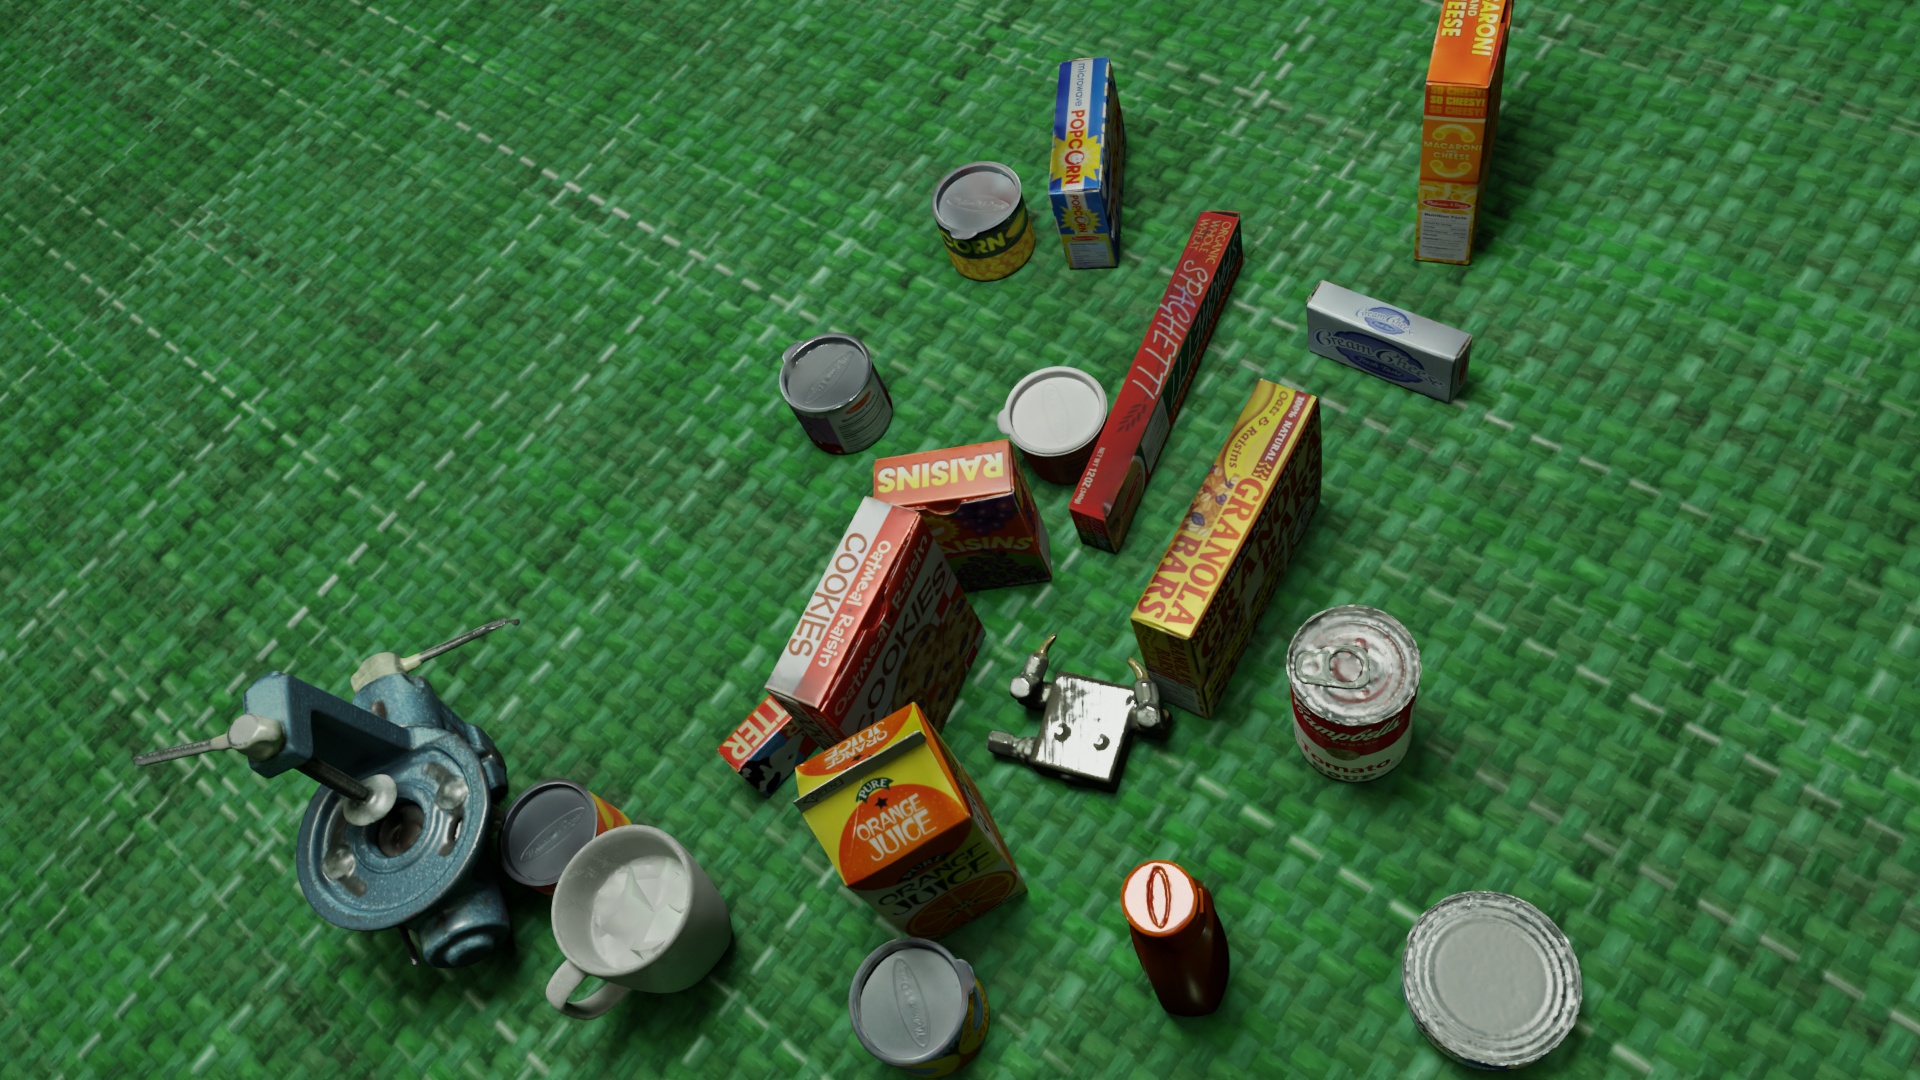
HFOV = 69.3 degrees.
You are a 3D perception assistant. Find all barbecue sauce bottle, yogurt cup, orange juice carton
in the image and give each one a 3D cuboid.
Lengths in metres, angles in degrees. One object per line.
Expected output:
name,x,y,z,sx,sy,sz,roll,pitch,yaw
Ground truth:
barbecue sauce bottle,0.110,0.199,0.706,0.043,0.148,0.065,-4,62,13
yogurt cup,0.067,-0.073,0.920,0.072,0.053,0.073,-6,61,12
orange juice carton,-0.027,0.150,0.743,0.072,0.192,0.073,-29,59,-1

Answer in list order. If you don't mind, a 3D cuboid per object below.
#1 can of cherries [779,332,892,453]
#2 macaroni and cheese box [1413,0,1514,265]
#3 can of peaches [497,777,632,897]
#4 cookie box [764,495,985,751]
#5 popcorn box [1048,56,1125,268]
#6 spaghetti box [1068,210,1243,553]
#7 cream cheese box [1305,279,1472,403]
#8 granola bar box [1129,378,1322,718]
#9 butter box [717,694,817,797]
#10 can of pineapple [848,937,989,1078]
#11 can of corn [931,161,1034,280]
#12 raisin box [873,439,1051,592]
can of cherries,-0.088,-0.104,0.975,0.071,0.058,0.072,-6,61,12
macaroni and cheese box,0.326,-0.279,0.896,0.040,0.166,0.124,10,66,20
can of peaches,-0.241,0.189,0.858,0.071,0.058,0.071,-6,61,12
cookie box,-0.042,0.068,0.807,0.040,0.167,0.123,17,68,23
popcorn box,0.093,-0.272,1.002,0.038,0.085,0.127,-1,62,15
spaghetti box,0.134,-0.110,0.924,0.029,0.050,0.251,17,68,22
cream cheese box,0.274,-0.127,0.894,0.104,0.053,0.024,27,73,26
granola bar box,0.160,0.008,0.810,0.039,0.123,0.166,23,70,25
butter box,-0.100,0.109,0.867,0.024,0.053,0.104,38,77,28
can of pineapple,-0.020,0.257,0.762,0.071,0.057,0.071,-6,61,12
can of corn,0.017,-0.231,1.016,0.071,0.058,0.071,-6,61,12
raisin box,0.003,-0.011,0.863,0.086,0.123,0.040,-7,61,11
